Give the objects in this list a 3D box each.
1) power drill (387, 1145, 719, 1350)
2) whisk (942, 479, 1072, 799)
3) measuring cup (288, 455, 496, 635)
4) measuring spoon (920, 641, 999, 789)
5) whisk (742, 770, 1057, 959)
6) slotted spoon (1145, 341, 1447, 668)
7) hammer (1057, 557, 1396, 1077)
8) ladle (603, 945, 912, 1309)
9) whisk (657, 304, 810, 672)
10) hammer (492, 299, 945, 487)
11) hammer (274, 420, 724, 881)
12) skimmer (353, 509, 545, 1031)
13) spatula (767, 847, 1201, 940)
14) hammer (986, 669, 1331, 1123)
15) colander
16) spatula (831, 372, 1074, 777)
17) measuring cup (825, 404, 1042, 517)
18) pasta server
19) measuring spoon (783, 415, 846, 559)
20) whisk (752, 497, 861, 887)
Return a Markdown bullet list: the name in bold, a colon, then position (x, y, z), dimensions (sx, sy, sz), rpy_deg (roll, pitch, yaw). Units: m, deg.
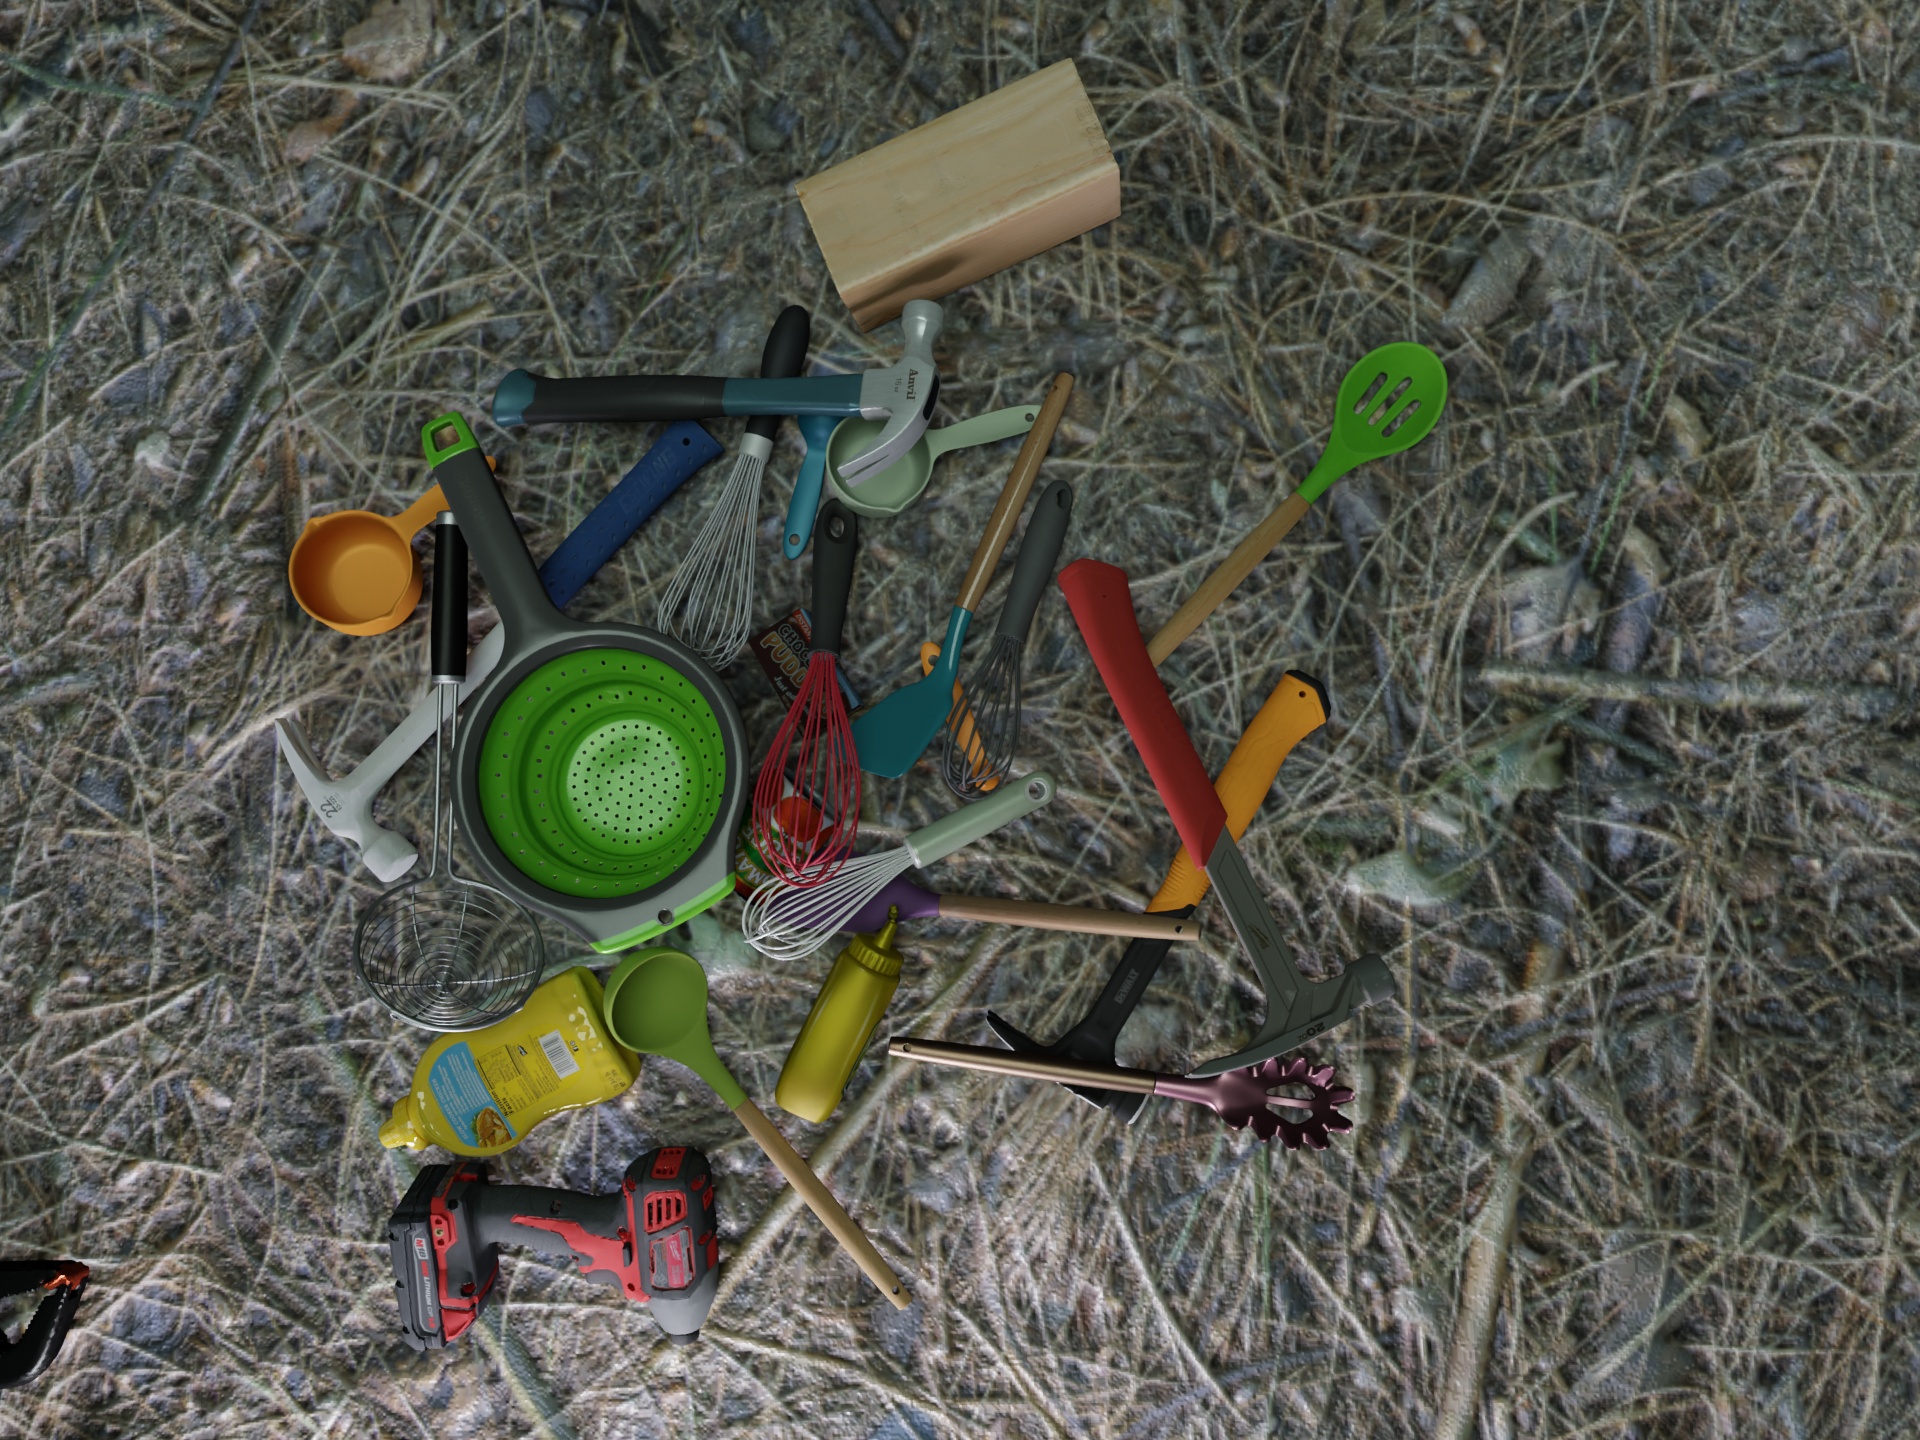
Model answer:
- **power drill**: position (-0.281, 0.381, 1.133), dimensions (0.219, 0.078, 0.143), rpy_deg (-3, 103, 1)
- **whisk**: position (0.038, -0.059, 1.124), dimensions (0.055, 0.055, 0.239), rpy_deg (17, 83, 6)
- **measuring cup**: position (-0.410, -0.133, 1.178), dimensions (0.173, 0.052, 0.095), rpy_deg (-41, 85, -11)
- **measuring spoon**: position (-0.002, -0.004, 1.148), dimensions (0.021, 0.011, 0.117), rpy_deg (-24, 87, 5)
- **whisk**: position (-0.041, 0.097, 1.114), dimensions (0.246, 0.059, 0.058), rpy_deg (-26, 92, -11)
- **slotted spoon**: position (0.221, -0.139, 1.121), dimensions (0.070, 0.031, 0.314), rpy_deg (43, 95, 5)
- **hammer**: position (0.146, 0.054, 1.076), dimensions (0.149, 0.036, 0.359), rpy_deg (-23, 75, -7)
- **ladle**: position (-0.139, 0.294, 1.135), dimensions (0.078, 0.062, 0.320), rpy_deg (-39, 88, -19)
- **whisk**: position (-0.158, -0.166, 1.148), dimensions (0.070, 0.070, 0.284), rpy_deg (15, 86, 6)
- **hammer**: position (-0.177, -0.230, 1.125), dimensions (0.331, 0.033, 0.128), rpy_deg (2, 76, 14)
- **hammer**: position (-0.333, -0.073, 1.172), dimensions (0.144, 0.035, 0.405), rpy_deg (45, 93, 5)
- **skimmer**: position (-0.353, 0.030, 1.109), dimensions (0.127, 0.090, 0.363), rpy_deg (2, 86, -27)
- **spatula**: position (0.011, 0.130, 1.118), dimensions (0.316, 0.018, 0.060), rpy_deg (5, 83, 16)
- **hammer**: position (0.152, 0.109, 1.119), dimensions (0.127, 0.034, 0.337), rpy_deg (31, 92, 5)
- **colander**: position (-0.277, -0.032, 1.121), dimensions (0.204, 0.094, 0.397), rpy_deg (-26, 81, -1)
- **spatula**: position (0.007, -0.105, 1.120), dimensions (0.082, 0.044, 0.317), rpy_deg (20, 84, 46)
- **measuring cup**: position (-0.017, -0.195, 1.148), dimensions (0.167, 0.038, 0.083), rpy_deg (-17, 82, -12)
- **pasta server**: position (0.106, 0.243, 1.086), dimensions (0.316, 0.040, 0.060), rpy_deg (7, 78, 5)
- **measuring spoon**: position (-0.110, -0.180, 1.157), dimensions (0.042, 0.021, 0.128), rpy_deg (13, 89, 6)
- **whisk**: position (-0.097, -0.026, 1.097), dimensions (0.073, 0.073, 0.296), rpy_deg (1, 65, 6)
